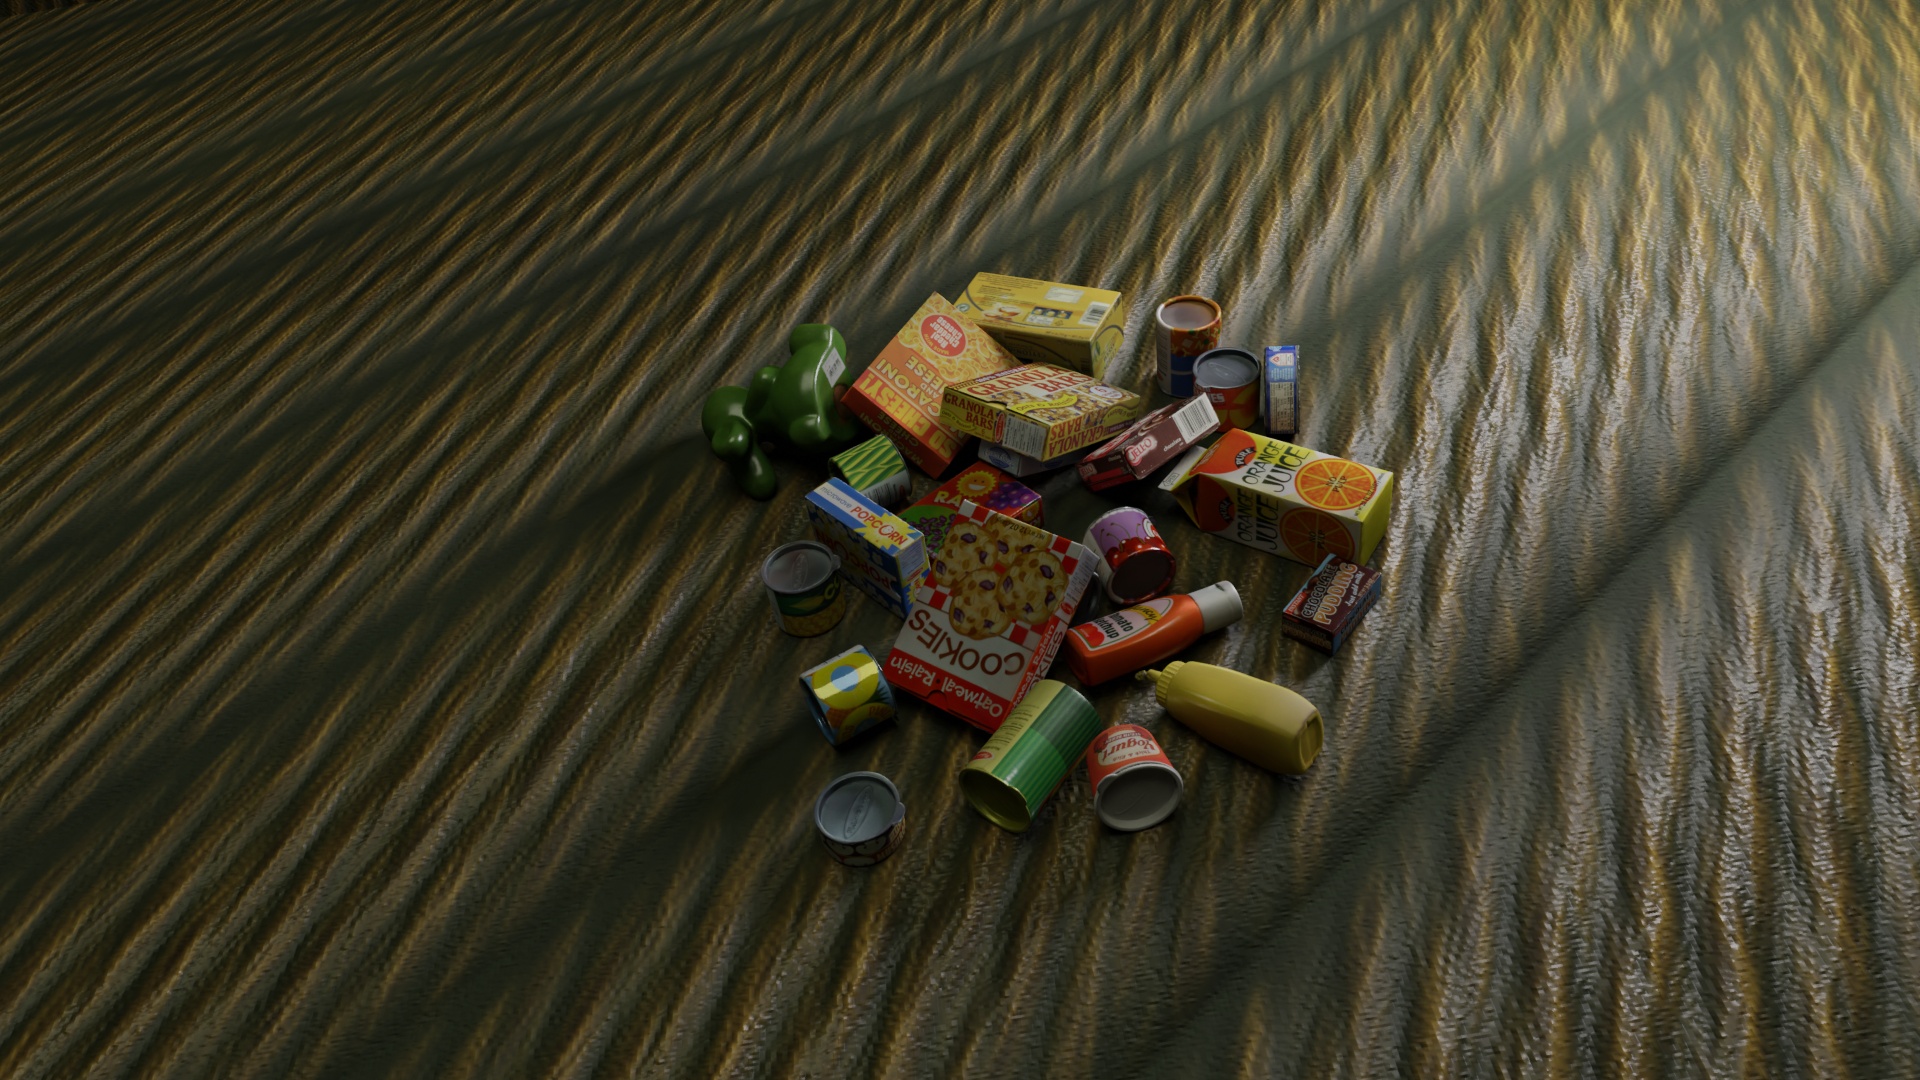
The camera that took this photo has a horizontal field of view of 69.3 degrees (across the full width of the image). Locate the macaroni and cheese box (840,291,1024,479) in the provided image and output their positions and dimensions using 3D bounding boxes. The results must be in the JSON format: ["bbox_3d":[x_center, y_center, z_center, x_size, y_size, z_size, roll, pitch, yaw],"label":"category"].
[{"bbox_3d":[-0.026,-0.157,1.399,0.123,0.040,0.167,39,53,-4],"label":"macaroni and cheese box"}]

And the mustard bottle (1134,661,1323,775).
[{"bbox_3d":[0.203,0.128,1.083,0.160,0.065,0.049,22,54,38],"label":"mustard bottle"}]

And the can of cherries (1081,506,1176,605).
[{"bbox_3d":[0.149,0.013,1.210,0.071,0.071,0.058,-17,43,-8],"label":"can of cherries"}]

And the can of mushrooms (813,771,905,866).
[{"bbox_3d":[-0.074,0.213,1.061,0.071,0.033,0.071,-5,42,5],"label":"can of mushrooms"}]

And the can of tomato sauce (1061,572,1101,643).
[{"bbox_3d":[0.070,0.041,1.197,0.083,0.070,0.071,28,54,34],"label":"can of tomato sauce"}]

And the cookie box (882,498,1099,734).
[{"bbox_3d":[0.022,0.064,1.143,0.123,0.040,0.167,22,82,30],"label":"cookie box"}]

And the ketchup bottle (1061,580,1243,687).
[{"bbox_3d":[0.161,0.075,1.157,0.149,0.043,0.065,-19,22,-11],"label":"ketchup bottle"}]

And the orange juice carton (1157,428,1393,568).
[{"bbox_3d":[0.278,-0.040,1.239,0.193,0.072,0.072,20,51,29],"label":"orange juice carton"}]

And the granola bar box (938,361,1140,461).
[{"bbox_3d":[0.079,-0.129,1.348,0.124,0.039,0.166,24,28,30],"label":"granola bar box"}]

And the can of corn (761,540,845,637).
[{"bbox_3d":[-0.136,0.043,1.236,0.071,0.058,0.071,-5,43,5],"label":"can of corn"}]

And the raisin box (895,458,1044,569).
[{"bbox_3d":[0.005,-0.016,1.288,0.124,0.039,0.086,-34,47,-25],"label":"raisin box"}]

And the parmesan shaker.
[{"bbox_3d":[0.057,0.164,1.064,0.071,0.071,0.103,23,51,30],"label":"parmesan shaker"}]

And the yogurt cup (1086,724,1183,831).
[{"bbox_3d":[0.127,0.176,1.044,0.072,0.072,0.054,-13,35,-4],"label":"yogurt cup"}]

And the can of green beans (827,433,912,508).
[{"bbox_3d":[-0.087,-0.061,1.333,0.058,0.071,0.071,-27,45,-17],"label":"can of green beans"}]

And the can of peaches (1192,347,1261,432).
[{"bbox_3d":[0.260,-0.147,1.368,0.071,0.057,0.071,-5,44,5],"label":"can of peaches"}]

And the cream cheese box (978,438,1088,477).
[{"bbox_3d":[0.071,-0.088,1.337,0.053,0.024,0.104,29,30,36],"label":"cream cheese box"}]

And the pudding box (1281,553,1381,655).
[{"bbox_3d":[0.311,0.053,1.165,0.050,0.030,0.084,25,53,33],"label":"pudding box"}]

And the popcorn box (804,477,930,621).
[{"bbox_3d":[-0.081,0.007,1.245,0.038,0.084,0.127,-36,48,-26],"label":"popcorn box"}]

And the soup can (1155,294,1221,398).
[{"bbox_3d":[0.234,-0.197,1.407,0.071,0.083,0.072,-5,43,5],"label":"soup can"}]

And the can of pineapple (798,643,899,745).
[{"bbox_3d":[-0.091,0.127,1.133,0.058,0.070,0.071,-26,45,-17],"label":"can of pineapple"}]
